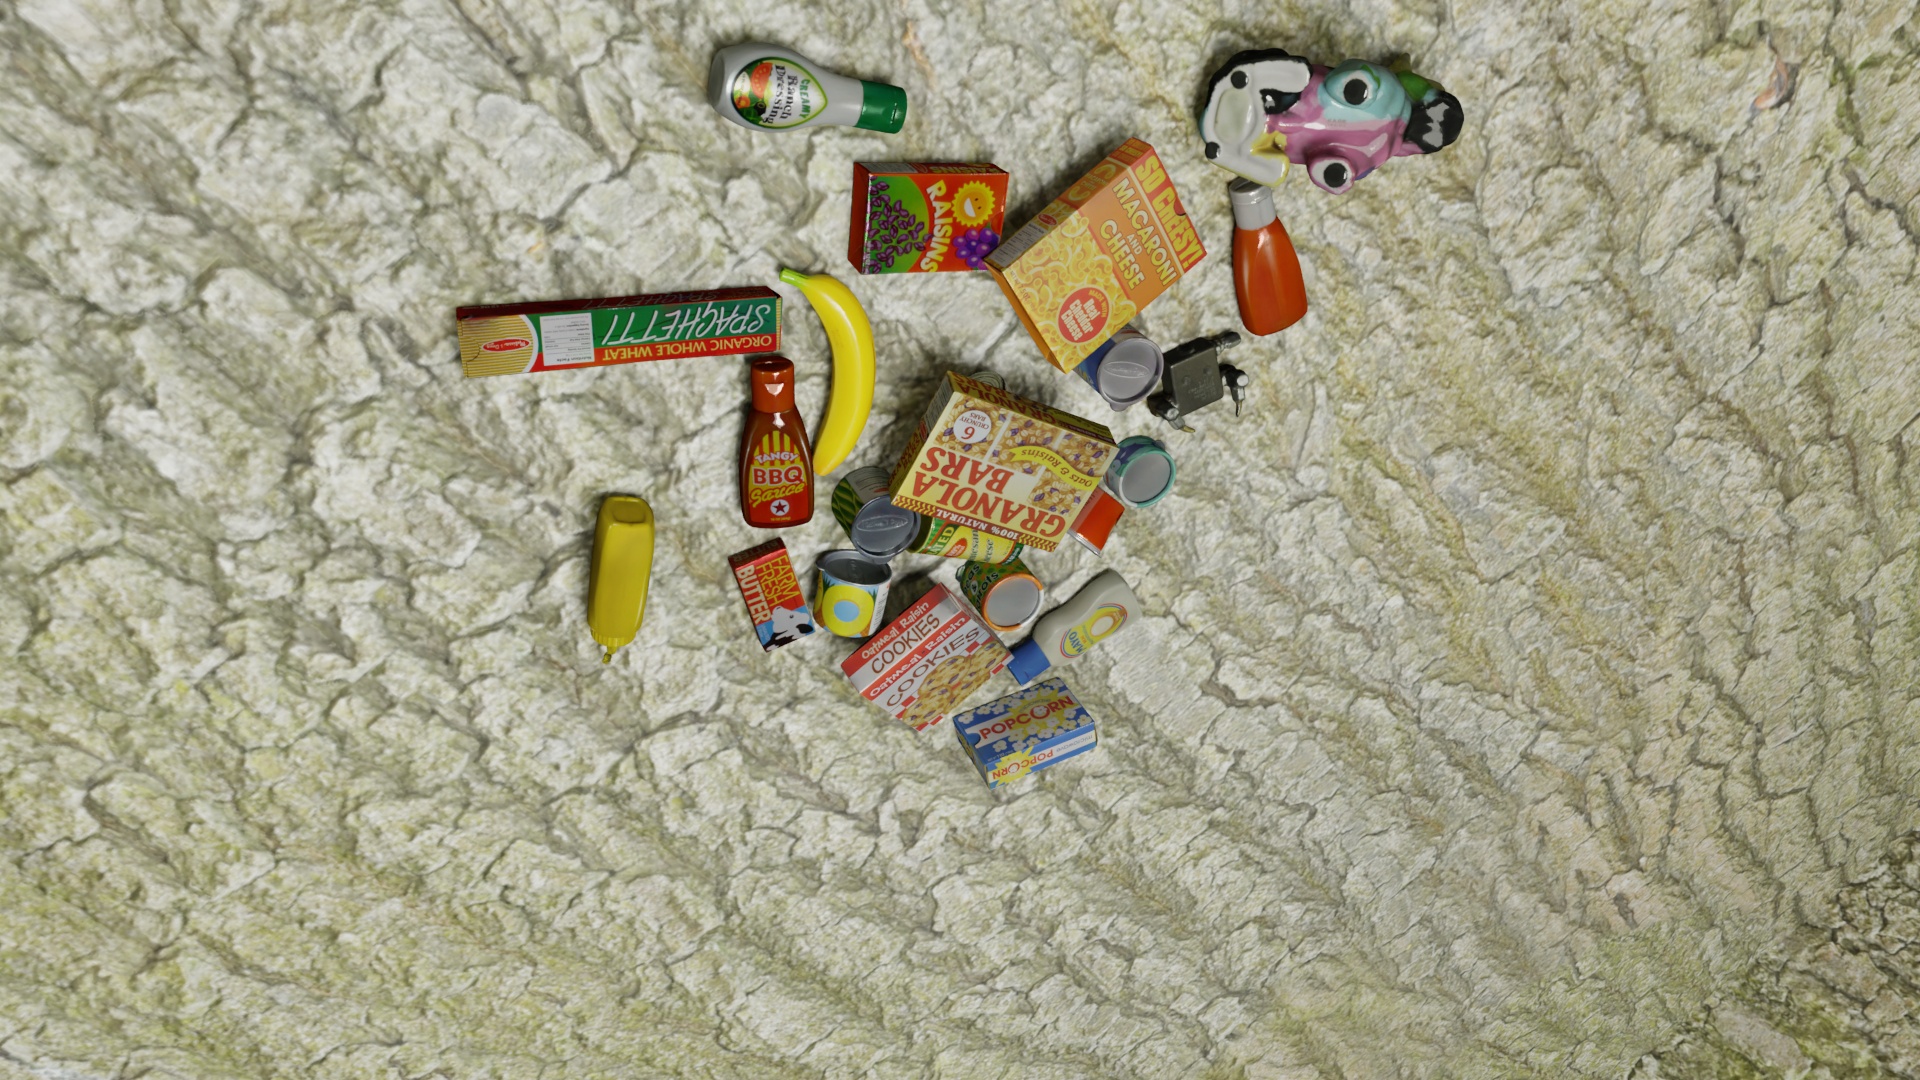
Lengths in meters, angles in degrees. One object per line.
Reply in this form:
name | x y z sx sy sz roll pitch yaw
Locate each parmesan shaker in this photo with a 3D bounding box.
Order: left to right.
parmesan shaker | 0.005 -0.016 1.293 0.103 0.071 0.071 8 115 -29

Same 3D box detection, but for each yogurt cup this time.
yogurt cup | 0.123 -0.026 1.350 0.072 0.072 0.054 36 92 -37

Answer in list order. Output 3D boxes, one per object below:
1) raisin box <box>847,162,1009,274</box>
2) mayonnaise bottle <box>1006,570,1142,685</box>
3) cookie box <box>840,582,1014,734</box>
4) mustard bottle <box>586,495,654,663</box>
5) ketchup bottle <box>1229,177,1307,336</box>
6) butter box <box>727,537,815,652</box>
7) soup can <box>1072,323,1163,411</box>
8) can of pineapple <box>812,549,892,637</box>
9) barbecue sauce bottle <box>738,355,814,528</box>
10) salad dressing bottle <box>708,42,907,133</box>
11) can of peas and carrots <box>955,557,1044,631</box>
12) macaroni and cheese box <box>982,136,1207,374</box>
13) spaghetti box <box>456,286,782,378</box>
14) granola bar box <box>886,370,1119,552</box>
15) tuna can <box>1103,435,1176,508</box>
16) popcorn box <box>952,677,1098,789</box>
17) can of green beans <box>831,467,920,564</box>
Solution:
raisin box | -0.027 -0.267 1.146 0.124 0.040 0.085 -6 120 -23
mayonnaise bottle | 0.114 0.094 1.430 0.148 0.041 0.064 -34 129 -4
cookie box | -0.029 0.116 1.338 0.123 0.040 0.167 -40 152 2
mustard bottle | -0.293 0.041 1.190 0.049 0.065 0.159 2 124 -21
ketchup bottle | 0.282 -0.266 1.293 0.065 0.044 0.148 -29 127 -9
butter box | -0.172 0.050 1.276 0.053 0.024 0.103 -24 127 -12
soup can | 0.134 -0.166 1.256 0.071 0.084 0.071 -12 123 -19
can of pineapple | -0.102 0.048 1.283 0.071 0.071 0.057 0 119 -26
barbecue sauce bottle | -0.159 -0.083 1.189 0.065 0.044 0.147 -4 120 -10
salad dressing bottle | -0.114 -0.339 1.057 0.148 0.044 0.064 1 119 -26
can of peas and carrots | 0.038 0.047 1.354 0.071 0.059 0.070 -12 123 -19
macaroni and cheese box | 0.119 -0.242 1.187 0.166 0.040 0.123 -40 129 -3
spaghetti box | -0.265 -0.166 1.097 0.251 0.029 0.050 -8 122 -21
granola bar box | 0.036 -0.066 1.214 0.165 0.039 0.123 17 121 -24
tuna can | 0.179 -0.069 1.369 0.071 0.033 0.070 -12 124 -19
popcorn box | 0.068 0.199 1.443 0.127 0.085 0.038 -19 126 -15
can of green beans | -0.077 -0.025 1.255 0.071 0.058 0.071 -12 123 -19
